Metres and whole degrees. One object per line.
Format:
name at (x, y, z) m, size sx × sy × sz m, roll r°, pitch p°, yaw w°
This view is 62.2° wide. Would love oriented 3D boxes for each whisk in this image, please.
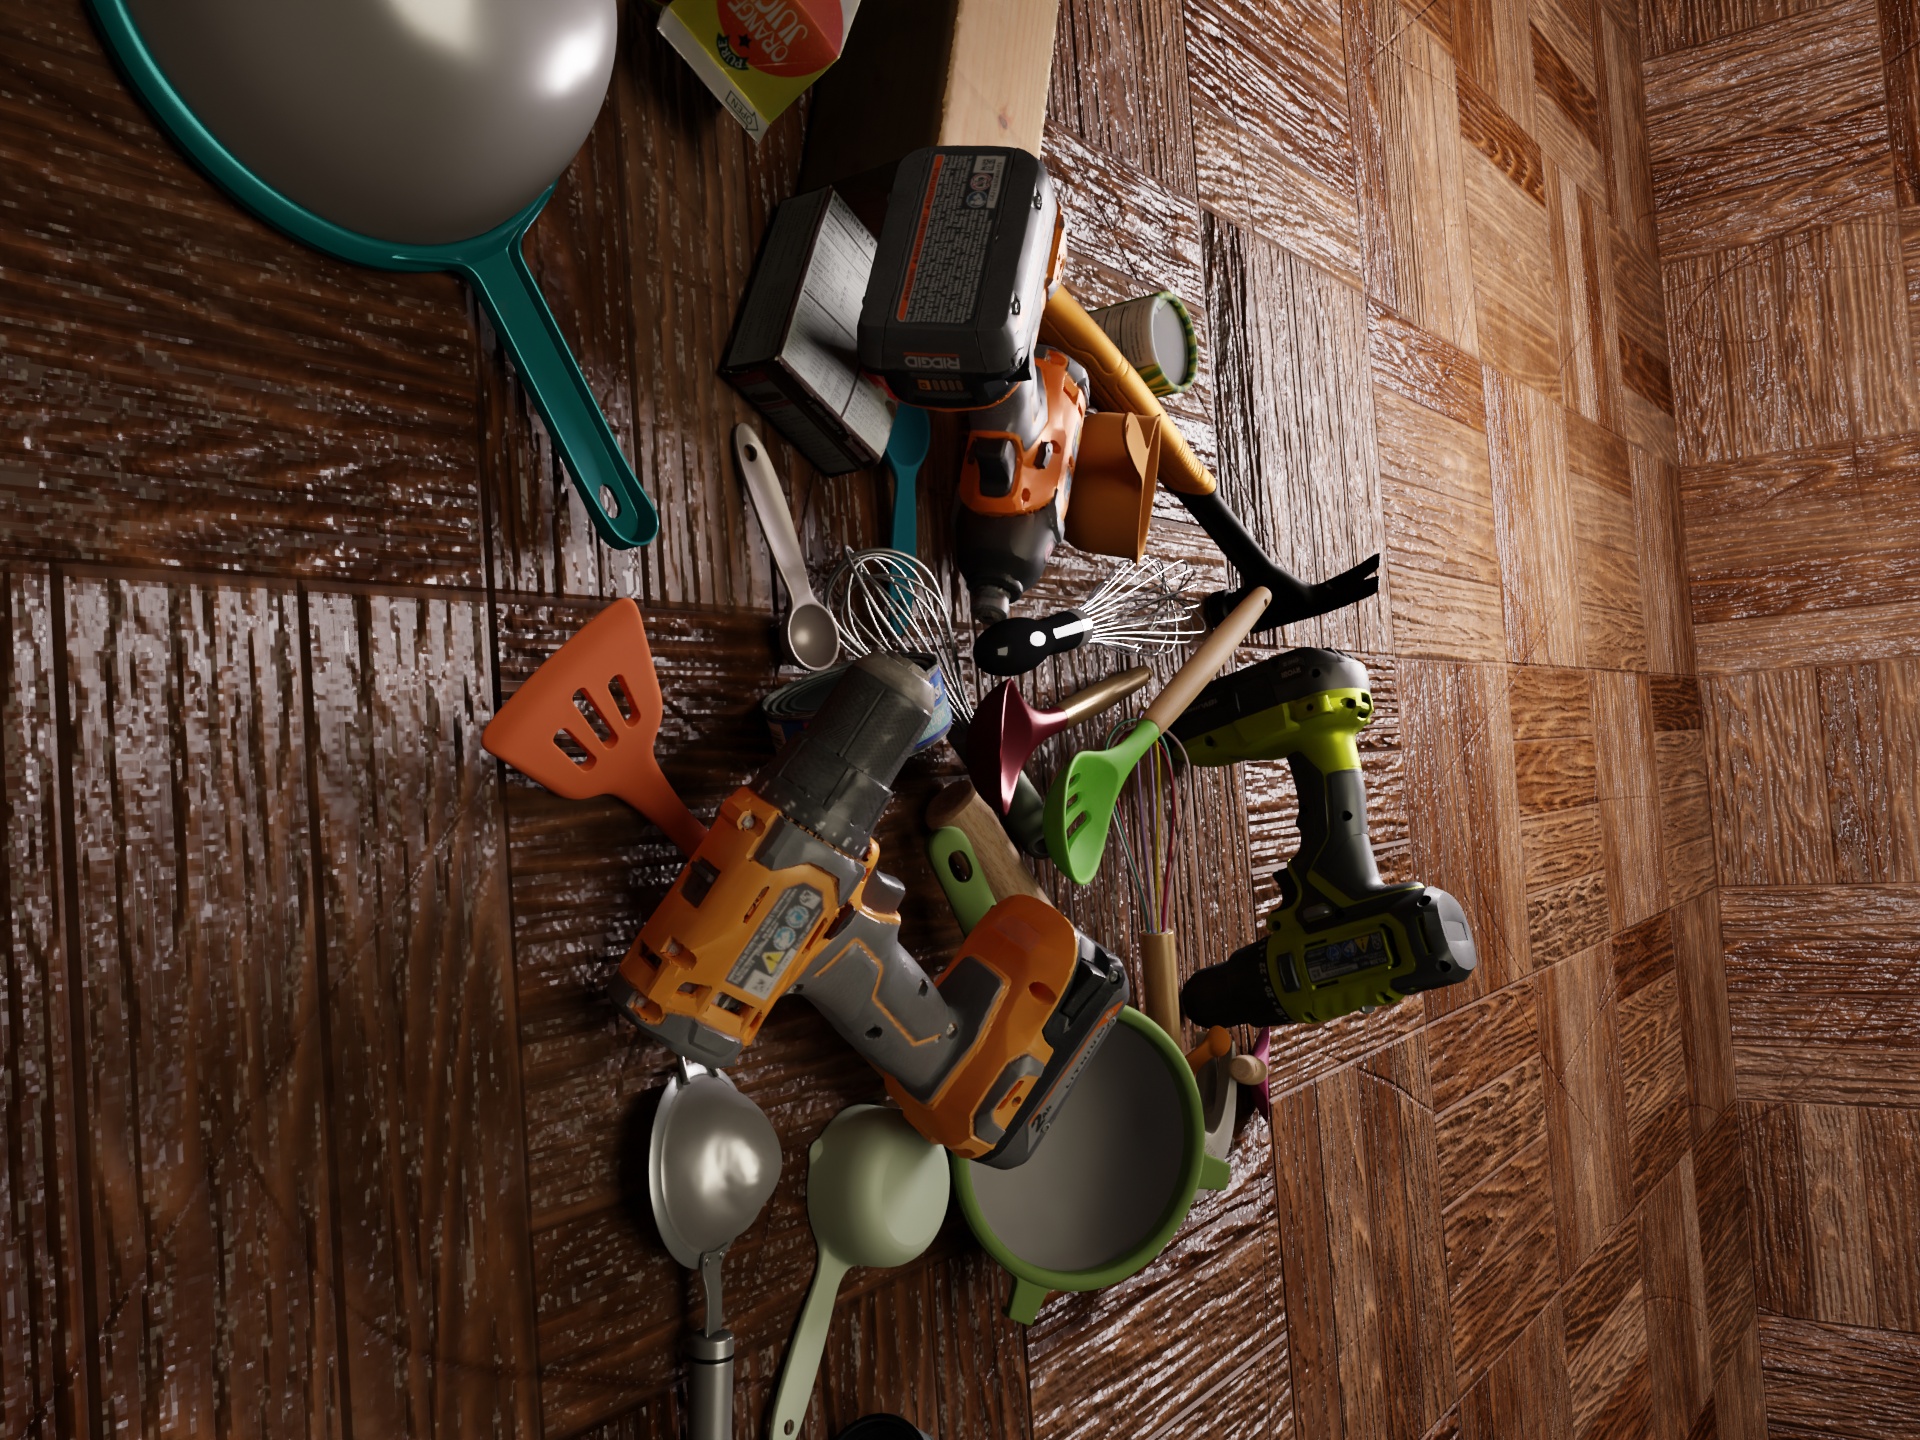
whisk at (0.078, -0.056, 0.925) m, size 0.284 × 0.070 × 0.070 m, roll -21°, pitch 102°, yaw -61°
whisk at (0.122, 0.113, 1.005) m, size 0.051 × 0.047 × 0.245 m, roll -8°, pitch 96°, yaw -37°
whisk at (-0.001, -0.003, 0.850) m, size 0.246 × 0.058 × 0.059 m, roll 56°, pitch 6°, yaw -40°

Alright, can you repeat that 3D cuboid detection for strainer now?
strainer at (0.031, 0.176, 0.854) m, size 0.151 × 0.069 × 0.256 m, roll -26°, pitch 94°, yaw -25°
strainer at (-0.103, 0.257, 0.675) m, size 0.086 × 0.050 × 0.258 m, roll 11°, pitch 79°, yaw -68°
strainer at (-0.173, -0.223, 0.596) m, size 0.211 × 0.095 × 0.340 m, roll -48°, pitch 122°, yaw -46°

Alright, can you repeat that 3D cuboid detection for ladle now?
ladle at (0.064, -0.006, 0.907) m, size 0.315 × 0.031 × 0.069 m, roll -23°, pitch 117°, yaw -66°

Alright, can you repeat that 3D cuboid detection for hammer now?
hammer at (0.142, -0.169, 1.025) m, size 0.336 × 0.127 × 0.034 m, roll 41°, pitch 48°, yaw -36°
hammer at (0.074, 0.163, 0.924) m, size 0.130 × 0.031 × 0.331 m, roll -48°, pitch 122°, yaw -28°

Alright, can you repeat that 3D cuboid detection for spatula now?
spatula at (-0.094, 0.080, 0.708) m, size 0.081 × 0.041 × 0.322 m, roll -47°, pitch 128°, yaw -18°

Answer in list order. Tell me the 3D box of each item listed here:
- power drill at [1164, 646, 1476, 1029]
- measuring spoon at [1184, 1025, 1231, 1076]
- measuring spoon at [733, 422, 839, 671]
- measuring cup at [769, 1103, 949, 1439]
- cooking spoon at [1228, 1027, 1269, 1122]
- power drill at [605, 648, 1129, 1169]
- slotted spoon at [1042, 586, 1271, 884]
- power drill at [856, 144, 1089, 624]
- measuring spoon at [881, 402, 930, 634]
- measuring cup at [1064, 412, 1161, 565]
power drill at (0.212, 0.084, 1.039) m, size 0.080 × 0.190 × 0.229 m, roll 11°, pitch 62°, yaw -53°
measuring spoon at (0.125, 0.220, 0.943) m, size 0.117 × 0.011 × 0.021 m, roll -34°, pitch 114°, yaw -34°
measuring spoon at (-0.090, -0.082, 0.766) m, size 0.034 × 0.018 × 0.124 m, roll -23°, pitch 97°, yaw -49°
measuring cup at (-0.048, 0.262, 0.747) m, size 0.083 × 0.038 × 0.168 m, roll 50°, pitch 46°, yaw -38°
cooking spoon at (0.185, 0.221, 1.005) m, size 0.318 × 0.017 × 0.069 m, roll 45°, pitch 47°, yaw -72°
power drill at (-0.021, 0.089, 0.708) m, size 0.226 × 0.084 × 0.185 m, roll 35°, pitch 85°, yaw -39°
slotted spoon at (0.125, -0.006, 0.965) m, size 0.314 × 0.031 × 0.070 m, roll -45°, pitch 129°, yaw -44°
power drill at (0.015, -0.160, 0.816) m, size 0.226 × 0.084 × 0.164 m, roll 63°, pitch 35°, yaw -64°
measuring spoon at (-0.037, -0.110, 0.842) m, size 0.042 × 0.021 × 0.128 m, roll -5°, pitch 98°, yaw -55°
measuring cup at (0.083, -0.149, 0.928) m, size 0.173 × 0.052 × 0.095 m, roll 35°, pitch 64°, yaw -76°
